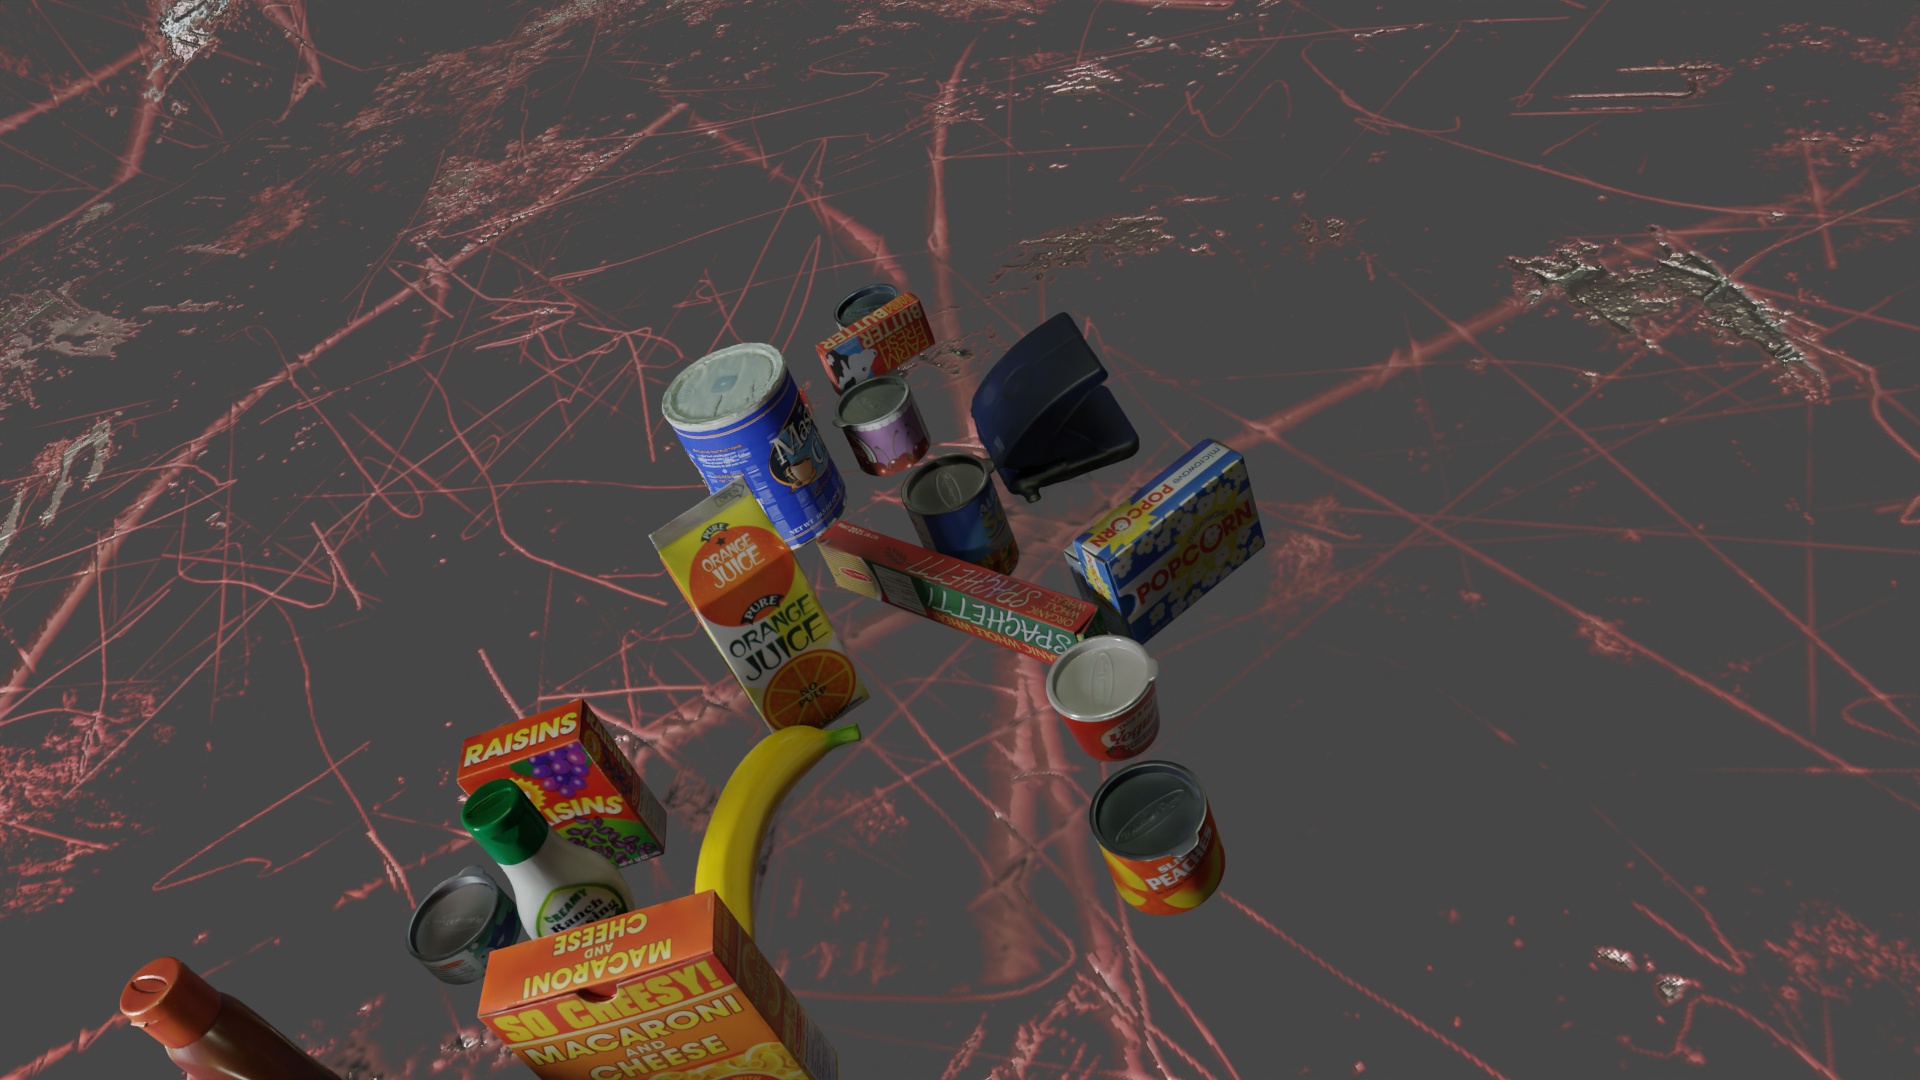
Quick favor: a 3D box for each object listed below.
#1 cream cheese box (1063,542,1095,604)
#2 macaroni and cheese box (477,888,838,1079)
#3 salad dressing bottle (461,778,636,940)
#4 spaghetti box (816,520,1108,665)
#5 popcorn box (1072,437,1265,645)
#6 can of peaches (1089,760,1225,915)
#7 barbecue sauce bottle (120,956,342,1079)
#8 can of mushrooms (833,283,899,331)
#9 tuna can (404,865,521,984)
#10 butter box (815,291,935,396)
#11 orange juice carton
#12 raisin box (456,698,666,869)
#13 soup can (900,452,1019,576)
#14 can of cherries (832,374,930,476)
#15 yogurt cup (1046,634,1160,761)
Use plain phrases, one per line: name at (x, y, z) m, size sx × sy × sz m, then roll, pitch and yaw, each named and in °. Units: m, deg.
cream cheese box at (0.123, 0.000, 0.968) m, size 0.104 × 0.053 × 0.024 m, roll -36°, pitch 41°, yaw -16°
macaroni and cheese box at (-0.149, 0.256, 0.716) m, size 0.124 × 0.165 × 0.040 m, roll -17°, pitch 39°, yaw 7°
salad dressing bottle at (-0.248, 0.202, 0.839) m, size 0.064 × 0.147 × 0.044 m, roll -33°, pitch 40°, yaw -12°
spaghetti box at (-0.001, 0.039, 0.985) m, size 0.250 × 0.050 × 0.029 m, roll 18°, pitch 54°, yaw 38°
popcorn box at (0.142, 0.002, 0.932) m, size 0.127 × 0.085 × 0.038 m, roll -37°, pitch 41°, yaw -17°
can of peaches at (0.112, 0.168, 0.778) m, size 0.071 × 0.057 × 0.071 m, roll -13°, pitch 40°, yaw 12°
barbecue sauce bottle at (-0.426, 0.298, 0.814) m, size 0.065 × 0.148 × 0.044 m, roll -1°, pitch 44°, yaw 24°
can of mushrooms at (-0.085, -0.211, 1.321) m, size 0.071 × 0.033 × 0.071 m, roll -13°, pitch 40°, yaw 11°
tuna can at (-0.324, 0.252, 0.909) m, size 0.071 × 0.032 × 0.071 m, roll -13°, pitch 40°, yaw 11°
butter box at (-0.077, -0.178, 1.264) m, size 0.104 × 0.053 × 0.024 m, roll -33°, pitch 40°, yaw -13°
orange juice carton at (-0.137, 0.046, 0.929) m, size 0.072 × 0.191 × 0.073 m, roll -33°, pitch 40°, yaw -12°
raisin box at (-0.256, 0.166, 0.903) m, size 0.086 × 0.122 × 0.040 m, roll -19°, pitch 39°, yaw 5°
soup can at (0.004, -0.013, 1.015) m, size 0.071 × 0.083 × 0.072 m, roll -13°, pitch 40°, yaw 12°
can of cherries at (-0.067, -0.095, 1.161) m, size 0.071 × 0.058 × 0.072 m, roll -13°, pitch 40°, yaw 12°
yogurt cup at (0.093, 0.101, 0.867) m, size 0.072 × 0.053 × 0.073 m, roll -13°, pitch 40°, yaw 12°
